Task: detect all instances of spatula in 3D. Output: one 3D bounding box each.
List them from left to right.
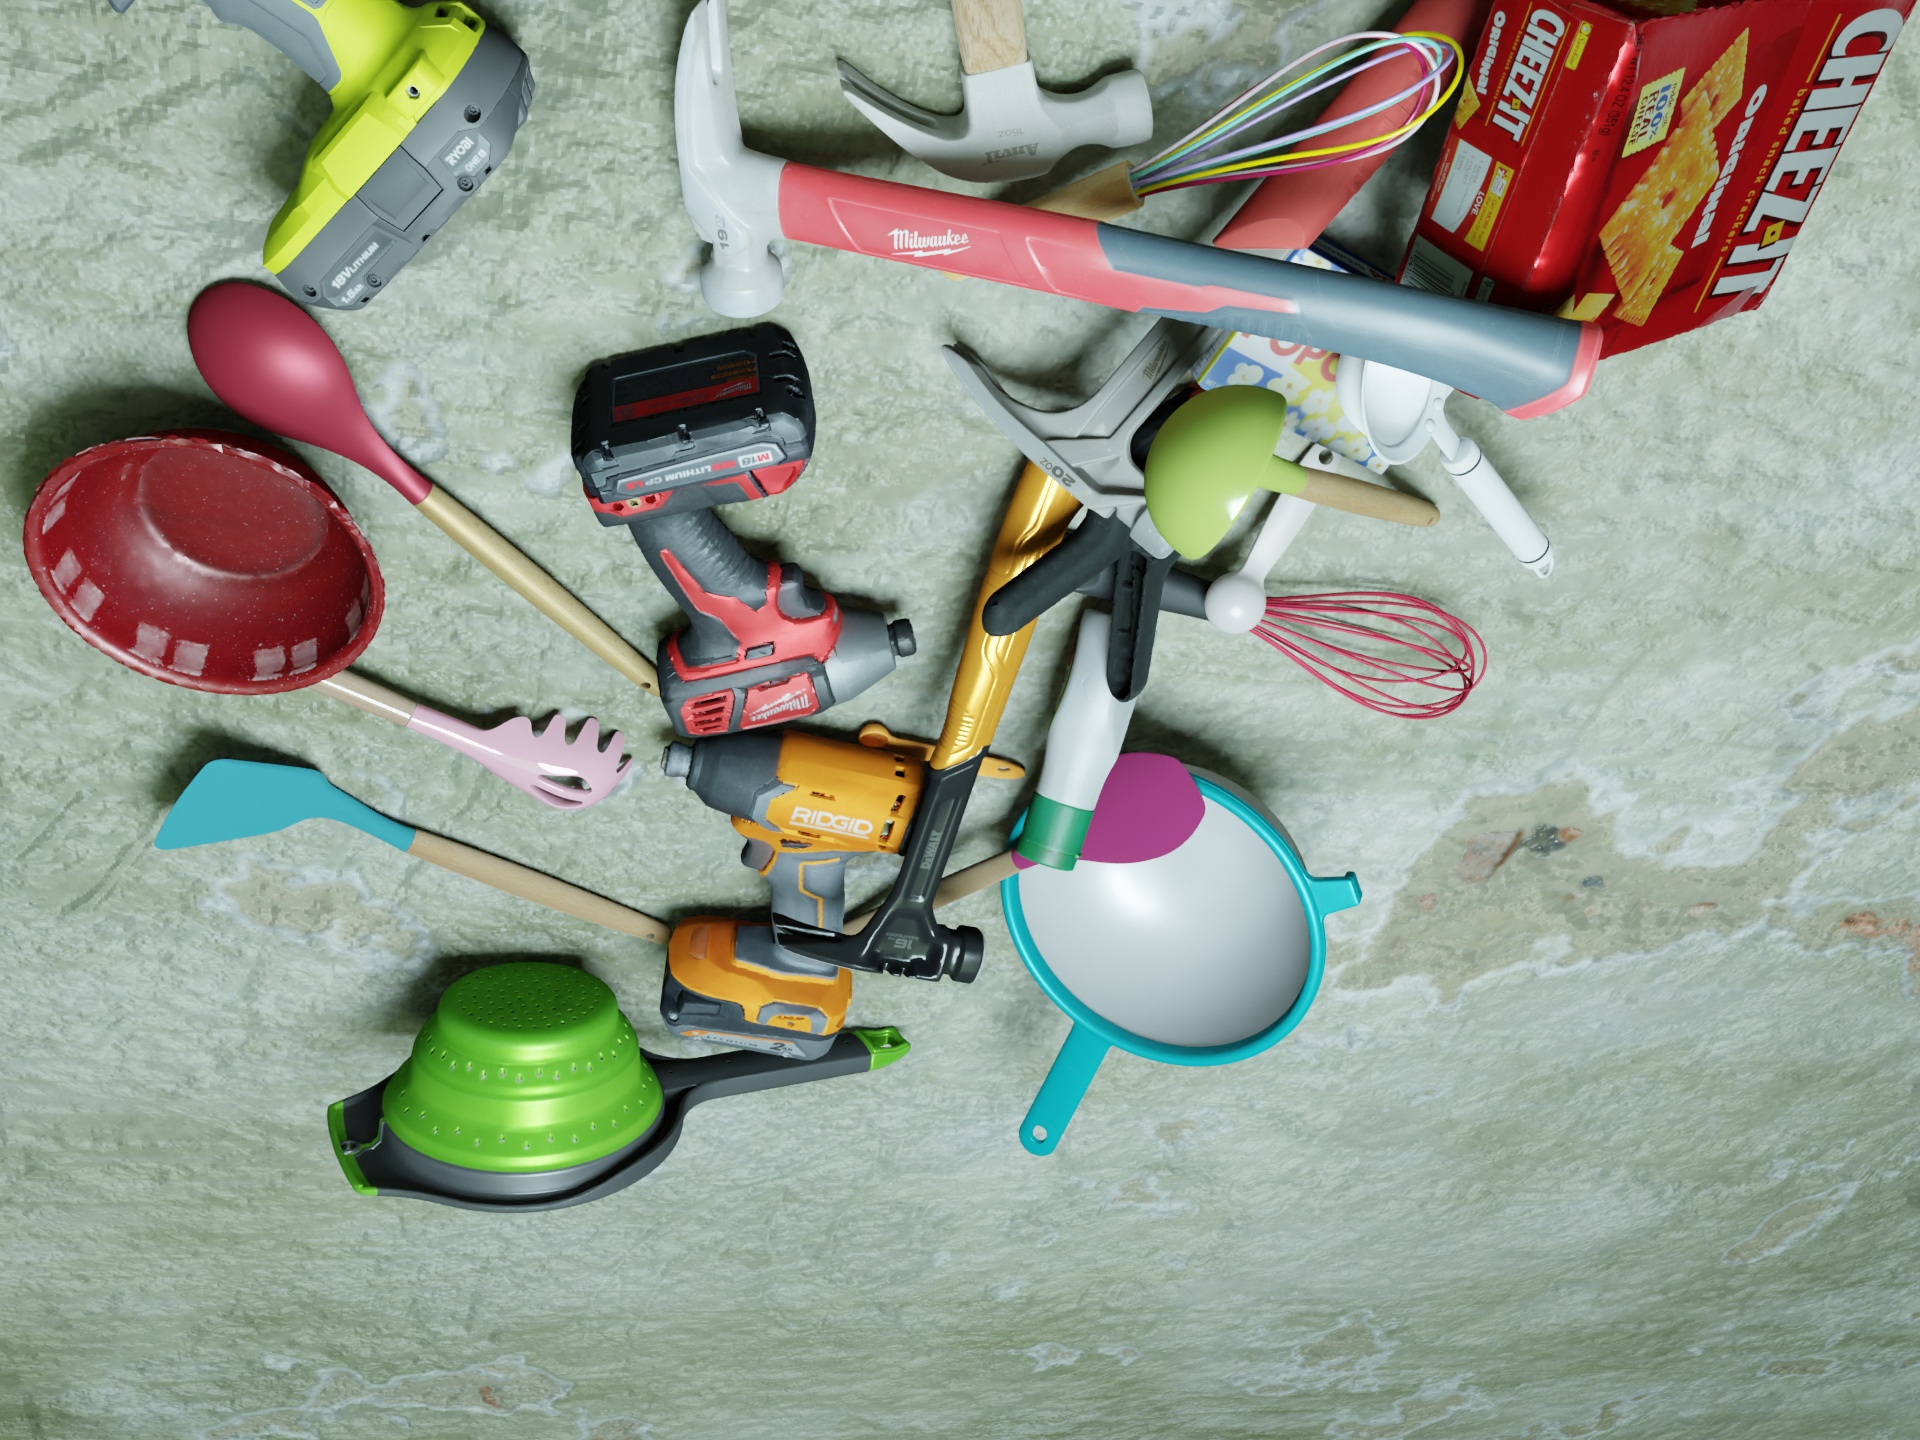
[{"bbox_3d":[-0.315,0.091,0.972,0.317,0.044,0.082,26,122,-32],"label":"spatula"}]

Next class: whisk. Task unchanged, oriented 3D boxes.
[{"bbox_3d":[0.095,-0.239,0.691,0.245,0.047,0.051,-14,180,28],"label":"whisk"},{"bbox_3d":[0.173,-0.059,0.912,0.295,0.073,0.073,15,129,-15],"label":"whisk"}]

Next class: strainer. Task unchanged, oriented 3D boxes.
[{"bbox_3d":[0.119,0.155,1.047,0.211,0.095,0.340,31,126,13],"label":"strainer"},{"bbox_3d":[0.247,-0.137,0.804,0.258,0.050,0.087,35,75,-40],"label":"strainer"}]

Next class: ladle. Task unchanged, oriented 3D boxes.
[{"bbox_3d":[-0.256,-0.100,0.813,0.069,0.031,0.315,-24,135,23],"label":"ladle"},{"bbox_3d":[0.181,-0.107,0.768,0.320,0.062,0.078,-1,126,-54],"label":"ladle"}]

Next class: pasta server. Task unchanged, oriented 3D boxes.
[{"bbox_3d":[-0.328,-0.019,0.878,0.316,0.040,0.060,27,124,-26],"label":"pasta server"}]

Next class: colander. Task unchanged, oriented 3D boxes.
[{"bbox_3d":[-0.208,0.213,1.061,0.397,0.205,0.094,-3,109,-31],"label":"colander"}]

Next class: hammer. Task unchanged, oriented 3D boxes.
[{"bbox_3d":[-0.008,-0.362,0.603,0.130,0.031,0.331,-13,134,1],"label":"hammer"},{"bbox_3d":[-0.001,-0.003,0.881,0.127,0.034,0.336,12,113,-18],"label":"hammer"},{"bbox_3d":[0.067,-0.199,0.653,0.386,0.038,0.143,15,141,11],"label":"hammer"},{"bbox_3d":[0.153,-0.249,0.715,0.149,0.037,0.359,43,112,3],"label":"hammer"}]

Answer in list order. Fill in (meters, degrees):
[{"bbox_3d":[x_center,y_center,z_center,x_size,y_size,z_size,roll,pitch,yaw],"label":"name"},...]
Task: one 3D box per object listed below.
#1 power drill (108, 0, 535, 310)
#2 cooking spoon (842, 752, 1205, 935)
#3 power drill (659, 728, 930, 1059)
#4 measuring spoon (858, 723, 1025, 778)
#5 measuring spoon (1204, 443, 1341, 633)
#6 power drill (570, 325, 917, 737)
[{"bbox_3d":[-0.301,-0.269,0.608,0.190,0.080,0.228,-36,127,22],"label":"power drill"},{"bbox_3d":[0.017,0.096,1.004,0.319,0.017,0.068,-27,98,35],"label":"cooking spoon"},{"bbox_3d":[-0.121,0.101,0.988,0.164,0.084,0.226,13,124,-13],"label":"power drill"},{"bbox_3d":[-0.010,0.019,0.984,0.116,0.011,0.021,15,147,-27],"label":"measuring spoon"},{"bbox_3d":[0.174,-0.102,0.865,0.034,0.018,0.124,28,101,-11],"label":"measuring spoon"},{"bbox_3d":[-0.107,-0.085,0.823,0.143,0.079,0.219,-12,137,1],"label":"power drill"}]
